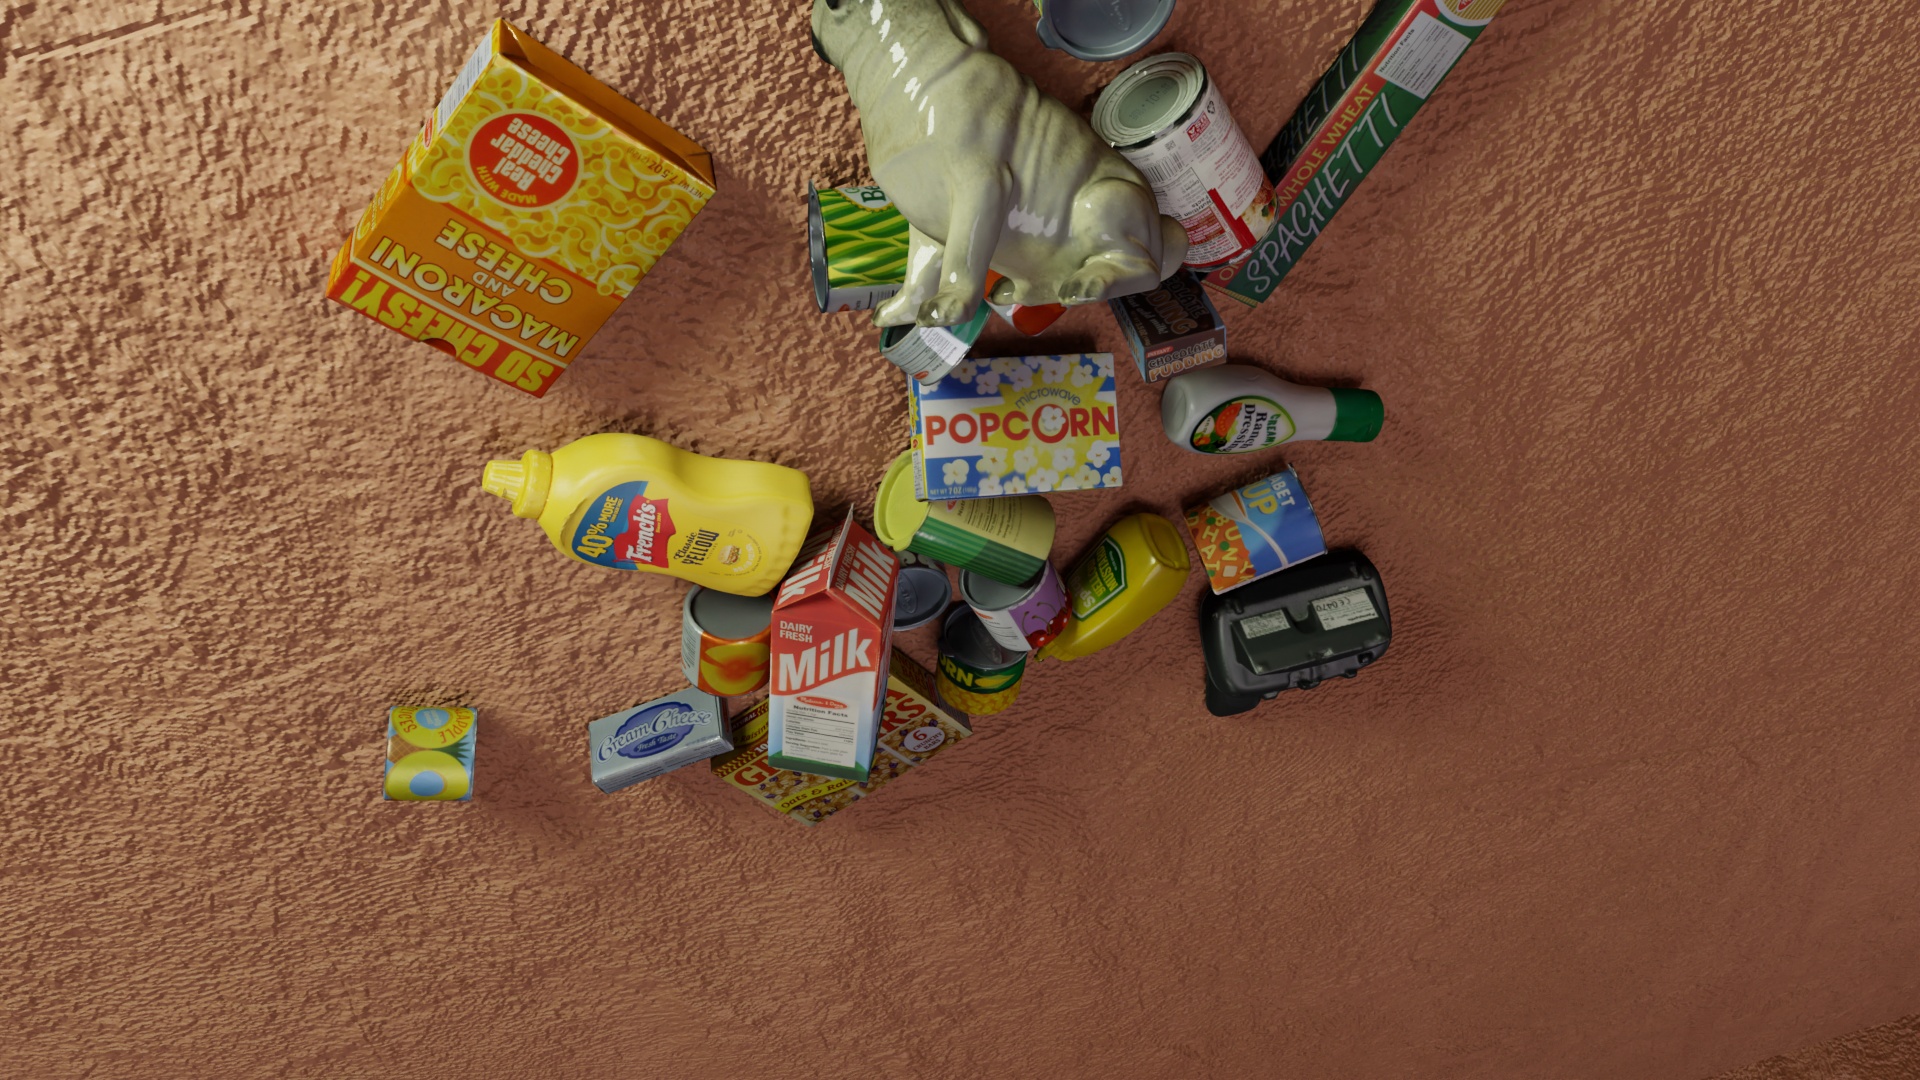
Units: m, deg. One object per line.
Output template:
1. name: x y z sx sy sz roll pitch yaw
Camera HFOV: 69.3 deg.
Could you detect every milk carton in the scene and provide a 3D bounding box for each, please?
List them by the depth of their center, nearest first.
1. milk carton: -0.085 0.069 0.930 0.073 0.073 0.189 9 130 2

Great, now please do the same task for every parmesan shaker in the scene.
1. parmesan shaker: 0.003 -0.011 0.916 0.103 0.071 0.071 21 126 -34

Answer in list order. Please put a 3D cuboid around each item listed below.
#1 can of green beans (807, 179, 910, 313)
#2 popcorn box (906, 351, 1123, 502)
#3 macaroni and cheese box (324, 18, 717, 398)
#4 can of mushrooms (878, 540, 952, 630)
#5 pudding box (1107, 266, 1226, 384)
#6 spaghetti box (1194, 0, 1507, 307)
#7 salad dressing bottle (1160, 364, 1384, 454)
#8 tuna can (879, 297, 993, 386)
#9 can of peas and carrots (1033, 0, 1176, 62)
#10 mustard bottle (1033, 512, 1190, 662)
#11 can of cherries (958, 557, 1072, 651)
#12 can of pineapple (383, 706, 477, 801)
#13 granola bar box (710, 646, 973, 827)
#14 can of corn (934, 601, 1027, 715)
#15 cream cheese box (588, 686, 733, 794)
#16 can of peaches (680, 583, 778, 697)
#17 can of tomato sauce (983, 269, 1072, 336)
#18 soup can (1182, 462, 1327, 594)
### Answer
1. can of green beans: -0.049 -0.158 0.748 0.058 0.071 0.070 -7 137 -12
2. popcorn box: 0.033 -0.070 0.854 0.127 0.085 0.038 -4 179 -13
3. macaroni and cheese box: -0.225 -0.161 0.709 0.123 0.040 0.166 27 122 -36
4. can of mushrooms: -0.044 0.030 0.973 0.071 0.033 0.070 -9 138 -8
5. pudding box: 0.120 -0.133 0.814 0.050 0.084 0.030 -15 137 -1
6. spaghetti box: 0.220 -0.238 0.776 0.050 0.029 0.248 15 129 -30
7. salad dressing bottle: 0.209 -0.085 0.923 0.148 0.044 0.064 0 137 -18
8. tuna can: -0.014 -0.126 0.791 0.033 0.071 0.071 35 119 -22
9. can of peas and carrots: 0.063 -0.273 0.667 0.071 0.059 0.070 -8 137 -8
10. mustard bottle: 0.100 0.047 1.015 0.049 0.065 0.159 14 133 -35
11. can of cherries: 0.042 0.034 0.982 0.071 0.072 0.058 -25 137 9
12. can of pineapple: -0.370 0.148 0.971 0.058 0.071 0.070 4 134 -21
13. granola bar box: -0.093 0.150 1.080 0.165 0.039 0.124 -32 135 17
14. can of corn: 0.014 0.088 1.027 0.071 0.071 0.058 -5 137 -13
15. cream cheese box: -0.221 0.145 1.023 0.104 0.053 0.024 -19 139 3
16. can of peaches: -0.155 0.064 0.950 0.071 0.071 0.057 -2 135 -15
17. can of tomato sauce: 0.052 -0.163 0.772 0.083 0.071 0.071 -40 133 24
18. soup can: 0.208 -0.009 0.990 0.084 0.072 0.071 -22 138 6
